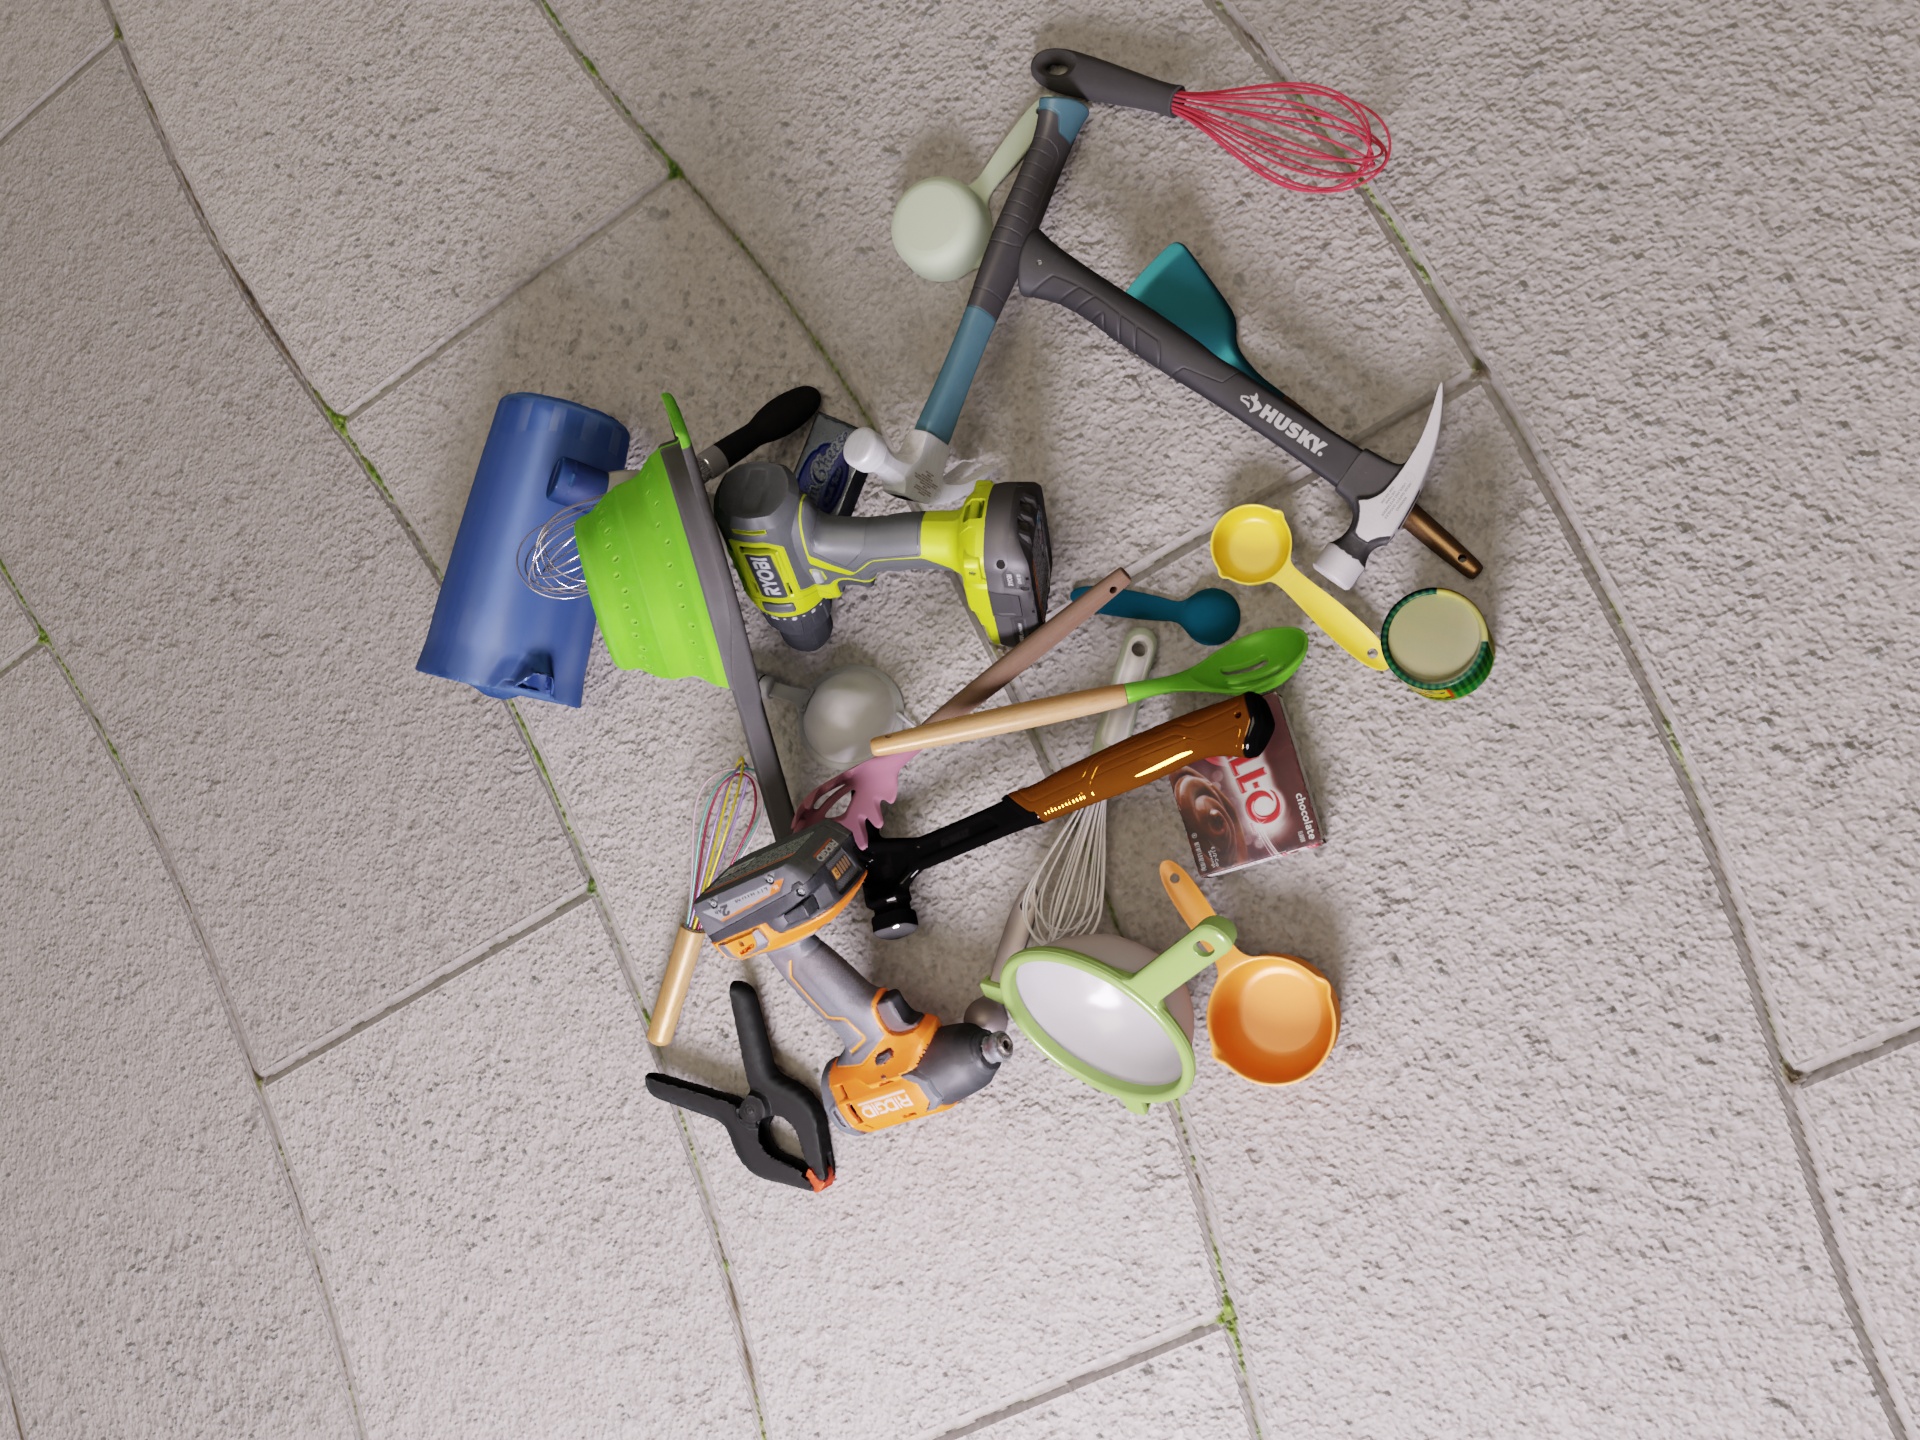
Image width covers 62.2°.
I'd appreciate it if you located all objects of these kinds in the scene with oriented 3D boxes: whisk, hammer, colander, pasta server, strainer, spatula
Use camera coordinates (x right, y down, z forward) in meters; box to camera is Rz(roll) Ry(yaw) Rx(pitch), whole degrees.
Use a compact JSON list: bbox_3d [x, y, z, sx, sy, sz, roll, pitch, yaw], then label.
[{"bbox_3d":[-0.214,-0.180,1.213,0.284,0.070,0.070,-39,71,-24],"label":"whisk"},{"bbox_3d":[0.099,0.050,1.152,0.058,0.059,0.246,17,88,2],"label":"whisk"},{"bbox_3d":[0.020,-0.314,1.177,0.033,0.128,0.331,18,84,40],"label":"hammer"},{"bbox_3d":[-0.206,0.144,1.270,0.047,0.051,0.245,26,101,45],"label":"whisk"},{"bbox_3d":[0.173,-0.442,1.150,0.296,0.073,0.073,27,97,27],"label":"whisk"},{"bbox_3d":[-0.195,-0.029,1.147,0.094,0.205,0.396,-16,119,-8],"label":"colander"},{"bbox_3d":[0.177,-0.244,1.105,0.335,0.035,0.146,37,101,13],"label":"hammer"},{"bbox_3d":[-0.002,-0.004,1.143,0.316,0.060,0.040,-38,33,17],"label":"pasta server"},{"bbox_3d":[0.125,0.168,1.065,0.151,0.069,0.256,38,144,1],"label":"strainer"},{"bbox_3d":[-0.147,-0.023,1.255,0.258,0.050,0.087,16,77,24],"label":"strainer"},{"bbox_3d":[0.240,-0.207,1.115,0.318,0.044,0.082,45,100,16],"label":"spatula"},{"bbox_3d":[0.064,0.047,1.130,0.337,0.034,0.127,-24,65,27],"label":"hammer"}]

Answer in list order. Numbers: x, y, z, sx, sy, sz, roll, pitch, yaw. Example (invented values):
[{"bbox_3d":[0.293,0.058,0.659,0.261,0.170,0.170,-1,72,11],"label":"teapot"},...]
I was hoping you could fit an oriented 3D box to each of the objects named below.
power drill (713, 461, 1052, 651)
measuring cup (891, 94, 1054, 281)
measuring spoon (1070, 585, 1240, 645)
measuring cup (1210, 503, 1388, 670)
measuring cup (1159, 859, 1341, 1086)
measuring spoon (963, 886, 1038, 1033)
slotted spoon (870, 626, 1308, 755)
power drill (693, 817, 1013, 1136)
[{"bbox_3d":[-0.052,-0.108,1.163,0.228,0.190,0.080,3,61,11],"label":"power drill"},{"bbox_3d":[0.012,-0.414,1.216,0.083,0.038,0.167,45,104,17],"label":"measuring cup"},{"bbox_3d":[0.139,-0.083,1.156,0.129,0.021,0.042,10,90,20],"label":"measuring spoon"},{"bbox_3d":[0.242,-0.090,1.120,0.156,0.029,0.062,44,99,9],"label":"measuring cup"},{"bbox_3d":[0.195,0.170,1.105,0.095,0.052,0.174,-38,73,15],"label":"measuring cup"},{"bbox_3d":[0.031,0.182,1.184,0.034,0.018,0.124,20,93,21],"label":"measuring spoon"},{"bbox_3d":[0.090,-0.014,1.116,0.314,0.070,0.031,-12,119,2],"label":"slotted spoon"},{"bbox_3d":[-0.070,0.188,1.141,0.164,0.084,0.226,-25,103,35],"label":"power drill"}]
